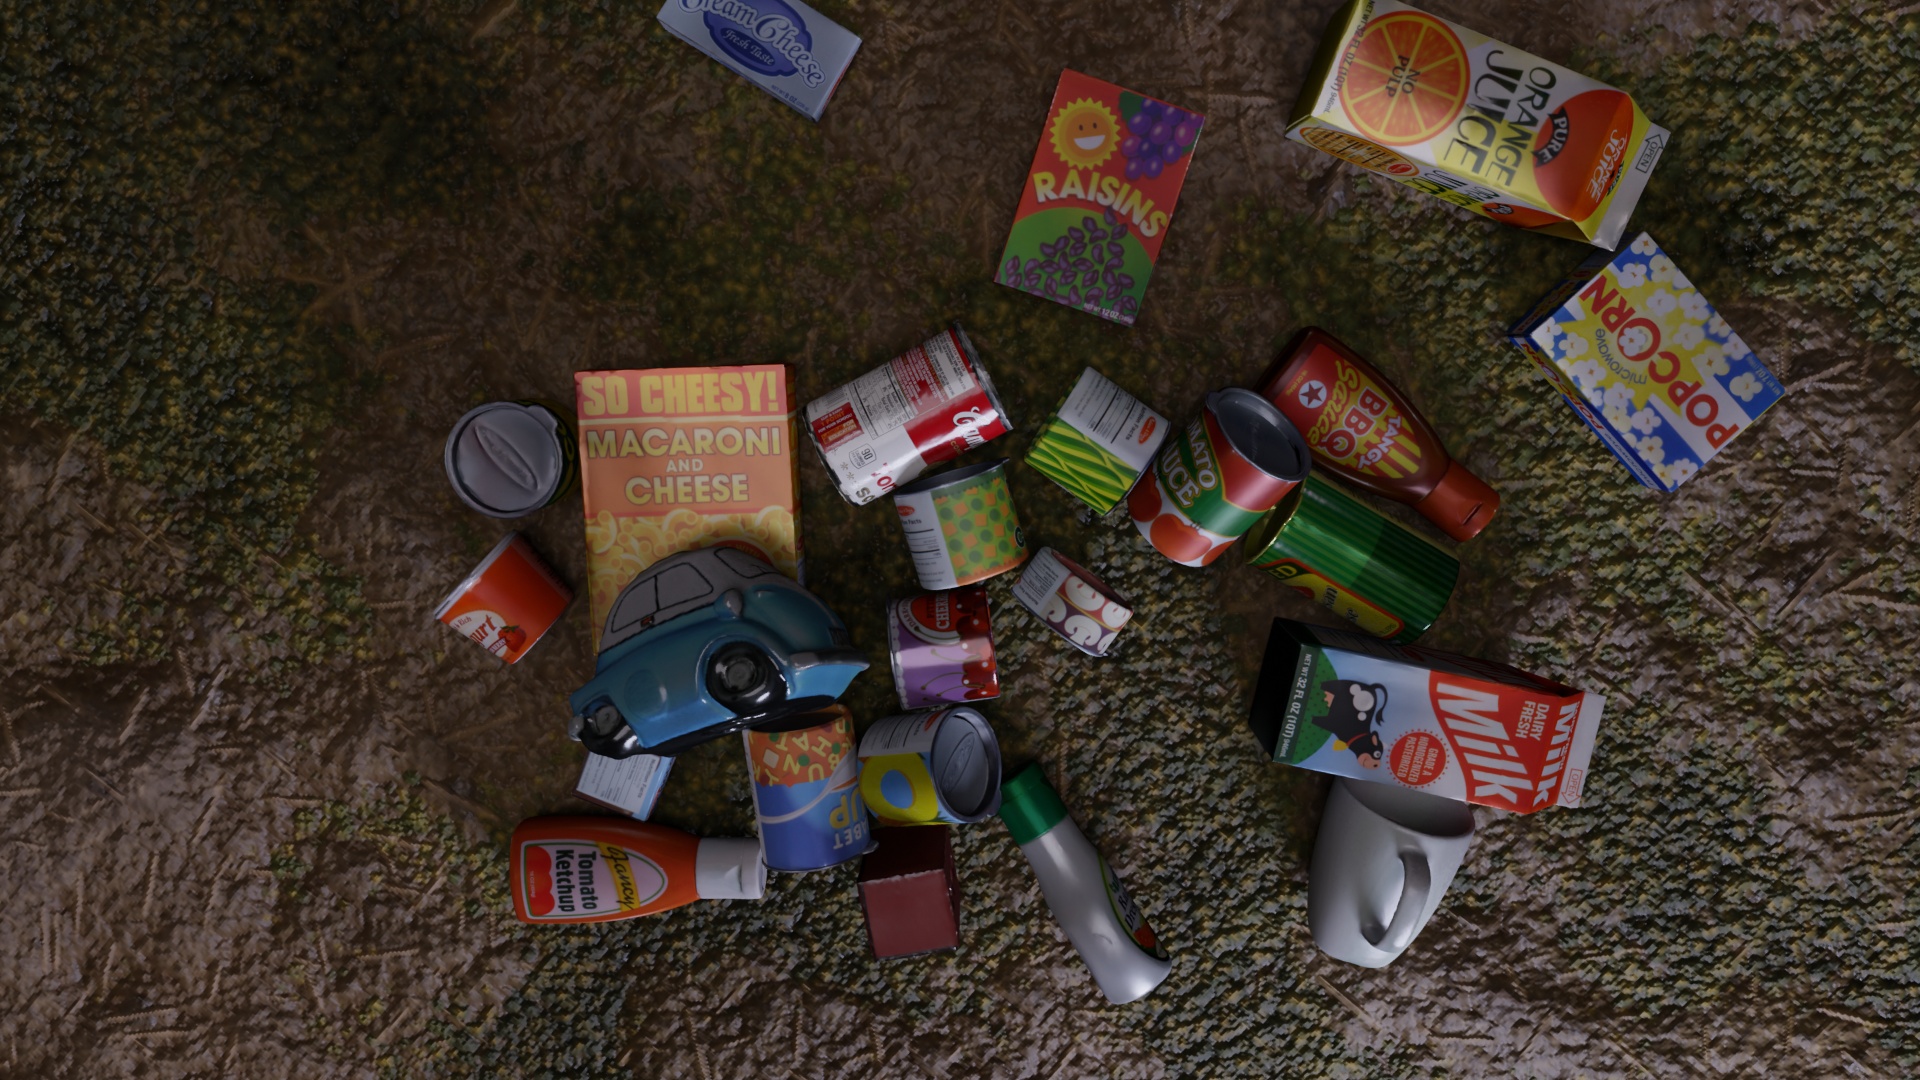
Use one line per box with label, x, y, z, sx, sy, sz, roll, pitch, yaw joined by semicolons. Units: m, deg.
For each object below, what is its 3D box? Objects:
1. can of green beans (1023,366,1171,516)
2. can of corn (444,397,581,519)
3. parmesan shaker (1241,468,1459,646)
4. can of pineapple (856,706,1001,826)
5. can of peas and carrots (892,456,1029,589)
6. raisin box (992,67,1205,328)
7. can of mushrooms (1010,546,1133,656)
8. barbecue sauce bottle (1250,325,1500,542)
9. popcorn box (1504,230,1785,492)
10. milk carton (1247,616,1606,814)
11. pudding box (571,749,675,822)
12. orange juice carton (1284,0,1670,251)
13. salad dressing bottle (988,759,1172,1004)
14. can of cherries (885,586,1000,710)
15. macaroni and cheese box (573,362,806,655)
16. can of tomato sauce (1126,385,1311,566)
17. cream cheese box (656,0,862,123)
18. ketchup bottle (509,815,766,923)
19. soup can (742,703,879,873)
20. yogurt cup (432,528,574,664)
can of green beans;0.077;-0.056;0.789;0.058;0.071;0.071;34;98;-3
can of corn;-0.252;-0.051;0.801;0.071;0.058;0.071;0;98;2
parmesan shaker;0.223;0.009;0.792;0.103;0.071;0.071;29;98;-3
can of pineapple;-0.018;0.134;0.809;0.058;0.071;0.071;-12;100;36
can of peas and carrots;0.003;-0.010;0.798;0.071;0.071;0.058;-16;98;4
raisin box;0.077;-0.191;0.784;0.086;0.040;0.123;18;99;0
can of mushrooms;0.066;0.036;0.803;0.071;0.071;0.033;35;97;-4
barbecue sauce bottle;0.240;-0.056;0.797;0.148;0.044;0.064;36;103;-4
popcorn box;0.388;-0.101;0.789;0.085;0.038;0.126;-43;95;7
milk carton;0.273;0.104;0.804;0.191;0.073;0.072;11;99;-1
pudding box;-0.195;0.122;0.839;0.050;0.030;0.083;21;98;-1
orange juice carton;0.284;-0.224;0.757;0.193;0.073;0.071;21;98;-2
salad dressing bottle;0.069;0.203;0.831;0.044;0.064;0.147;-33;89;12
can of cherries;-0.010;0.060;0.806;0.058;0.071;0.071;-8;98;2
macaroni and cheese box;-0.156;-0.019;0.813;0.124;0.040;0.166;-2;99;1
can of tomato sauce;0.141;-0.035;0.774;0.071;0.071;0.082;37;130;-4
cream cheese box;-0.112;-0.286;0.782;0.104;0.024;0.053;31;96;-3
ketchup bottle;-0.194;0.199;0.844;0.149;0.043;0.064;-1;99;1
soup can;-0.088;0.144;0.821;0.071;0.071;0.083;-7;98;2
yogurt cup;-0.264;0.035;0.812;0.054;0.072;0.072;43;97;-13
